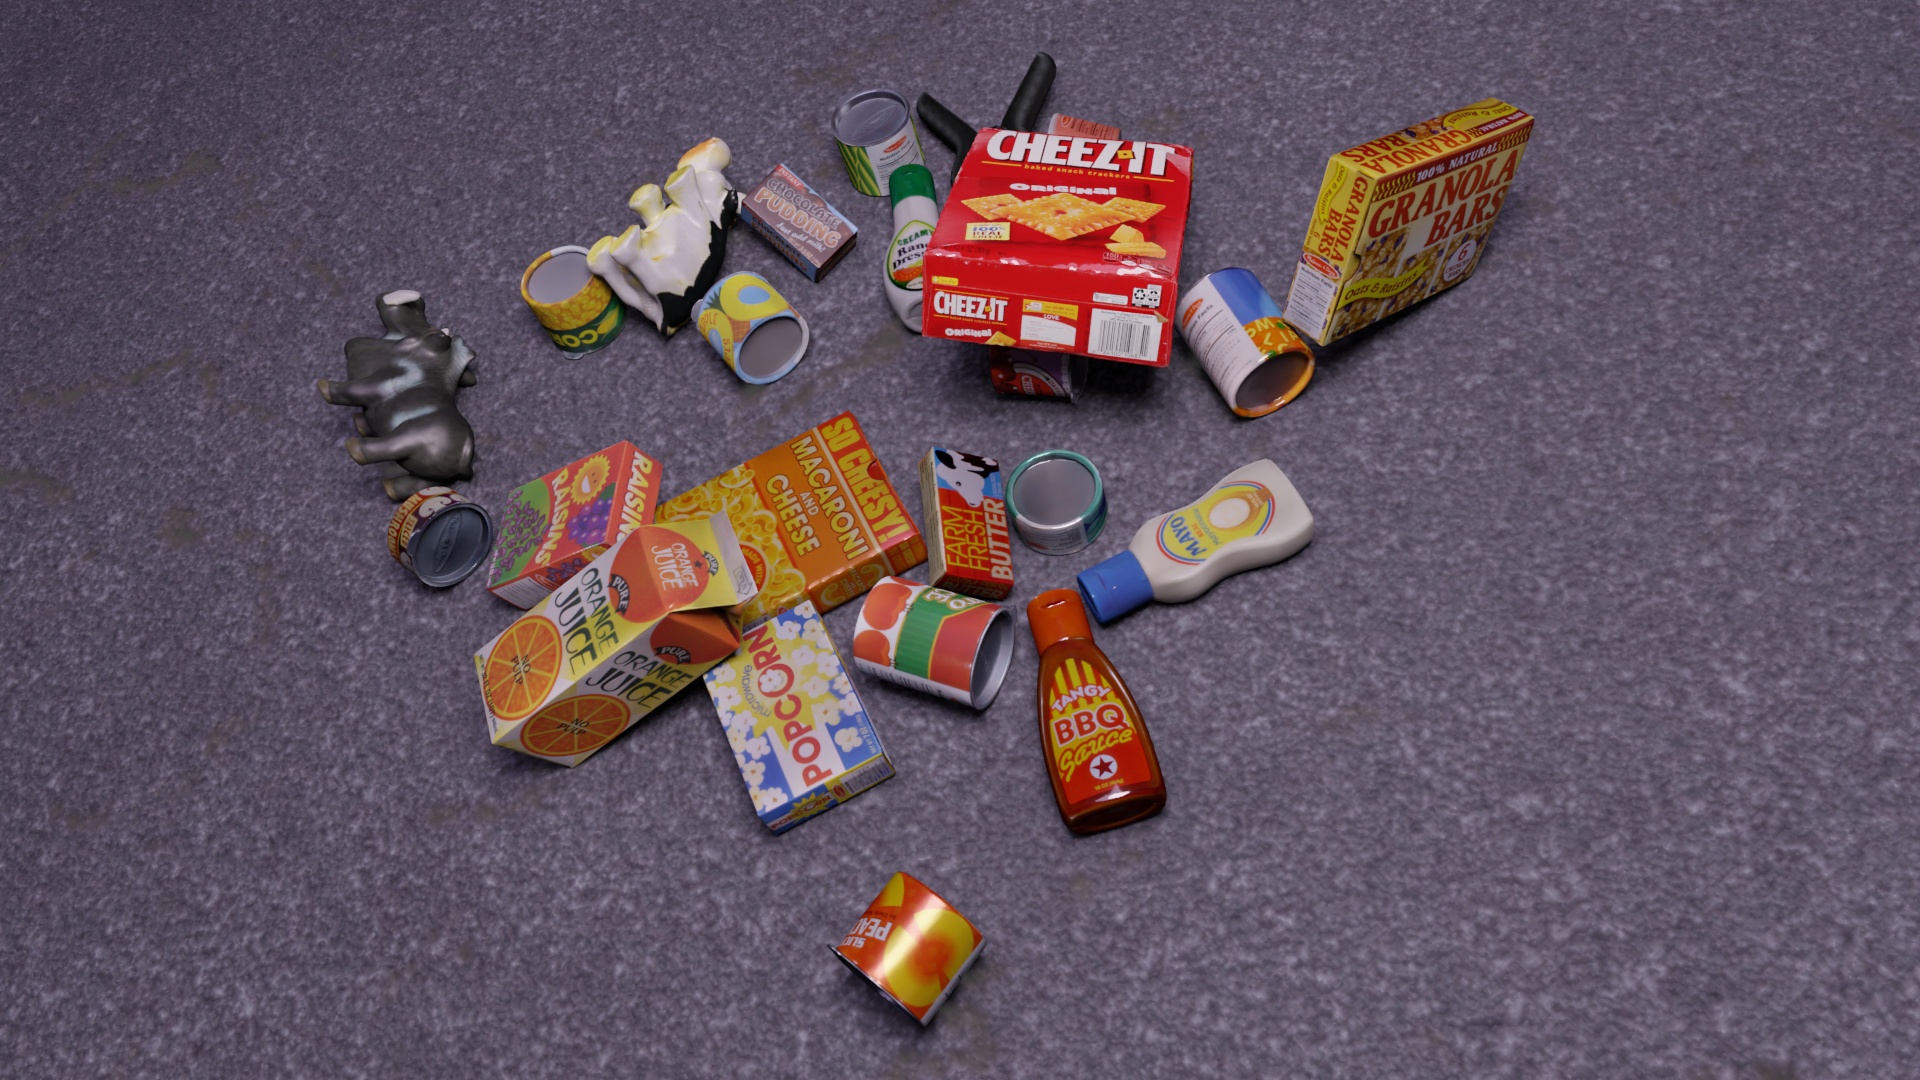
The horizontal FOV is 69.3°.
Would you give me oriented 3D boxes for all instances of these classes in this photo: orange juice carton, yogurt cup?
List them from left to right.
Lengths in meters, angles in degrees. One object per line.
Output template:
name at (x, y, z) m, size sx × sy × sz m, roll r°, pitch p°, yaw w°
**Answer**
orange juice carton at (-0.211, 0.059, 0.882) m, size 0.192 × 0.073 × 0.072 m, roll -36°, pitch 55°, yaw 14°
yogurt cup at (0.095, -0.294, 1.077) m, size 0.054 × 0.072 × 0.073 m, roll 8°, pitch 61°, yaw 9°

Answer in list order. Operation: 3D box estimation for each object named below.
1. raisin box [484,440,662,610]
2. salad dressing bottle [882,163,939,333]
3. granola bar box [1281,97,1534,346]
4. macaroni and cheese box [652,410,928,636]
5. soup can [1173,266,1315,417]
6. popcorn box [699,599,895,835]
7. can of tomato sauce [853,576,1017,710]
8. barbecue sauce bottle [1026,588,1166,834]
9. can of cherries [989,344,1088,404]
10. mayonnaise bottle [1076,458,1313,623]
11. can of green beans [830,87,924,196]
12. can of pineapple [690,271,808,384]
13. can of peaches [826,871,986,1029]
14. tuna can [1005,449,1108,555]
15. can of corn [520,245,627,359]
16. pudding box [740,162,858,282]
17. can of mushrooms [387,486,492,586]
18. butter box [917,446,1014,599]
raisin box at (-0.269, -0.009, 0.969) m, size 0.123 × 0.040 × 0.086 m, roll -19°, pitch 51°, yaw 30°
salad dressing bottle at (-0.031, -0.229, 1.076) m, size 0.064 × 0.043 × 0.148 m, roll -12°, pitch 56°, yaw 4°
granola bar box at (0.294, -0.209, 0.910) m, size 0.166 × 0.123 × 0.039 m, roll -26°, pitch 53°, yaw -30°
macaroni and cheese box at (-0.122, -0.002, 0.955) m, size 0.166 × 0.040 × 0.124 m, roll -28°, pitch 57°, yaw -4°
soup can at (0.196, -0.136, 0.953) m, size 0.071 × 0.071 × 0.084 m, roll -25°, pitch 57°, yaw -3°
popcorn box at (-0.106, 0.111, 0.881) m, size 0.085 × 0.038 × 0.127 m, roll -27°, pitch 56°, yaw -3°
can of tomato sauce at (-0.015, 0.062, 0.875) m, size 0.083 × 0.071 × 0.071 m, roll 14°, pitch 63°, yaw 22°
barbecue sauce bottle at (0.075, 0.100, 0.844) m, size 0.065 × 0.043 × 0.149 m, roll -17°, pitch 56°, yaw 3°
can of cherries at (0.056, -0.133, 0.982) m, size 0.058 × 0.071 × 0.072 m, roll 4°, pitch 60°, yaw 16°
mayonnaise bottle at (0.148, 0.005, 0.888) m, size 0.148 × 0.041 × 0.065 m, roll -26°, pitch 58°, yaw -5°
can of green beans at (-0.067, -0.325, 1.136) m, size 0.071 × 0.057 × 0.071 m, roll -6°, pitch 58°, yaw 10°
can of pineapple at (-0.158, -0.159, 1.047) m, size 0.071 × 0.070 × 0.058 m, roll -37°, pitch 58°, yaw -11°
can of peaches at (-0.029, 0.225, 0.773) m, size 0.071 × 0.071 × 0.058 m, roll 31°, pitch 69°, yaw 28°
tuna can at (0.065, -0.028, 0.933) m, size 0.071 × 0.032 × 0.071 m, roll -6°, pitch 58°, yaw 9°
can of corn at (-0.308, -0.190, 1.106) m, size 0.071 × 0.058 × 0.071 m, roll -6°, pitch 57°, yaw 10°
pudding box at (-0.127, -0.252, 1.101) m, size 0.084 × 0.030 × 0.050 m, roll 42°, pitch 73°, yaw 2°
can of mushrooms at (-0.375, -0.004, 0.997) m, size 0.033 × 0.070 × 0.071 m, roll 28°, pitch 68°, yaw 28°
butter box at (0.003, -0.012, 0.928) m, size 0.053 × 0.024 × 0.104 m, roll 10°, pitch 53°, yaw -24°
